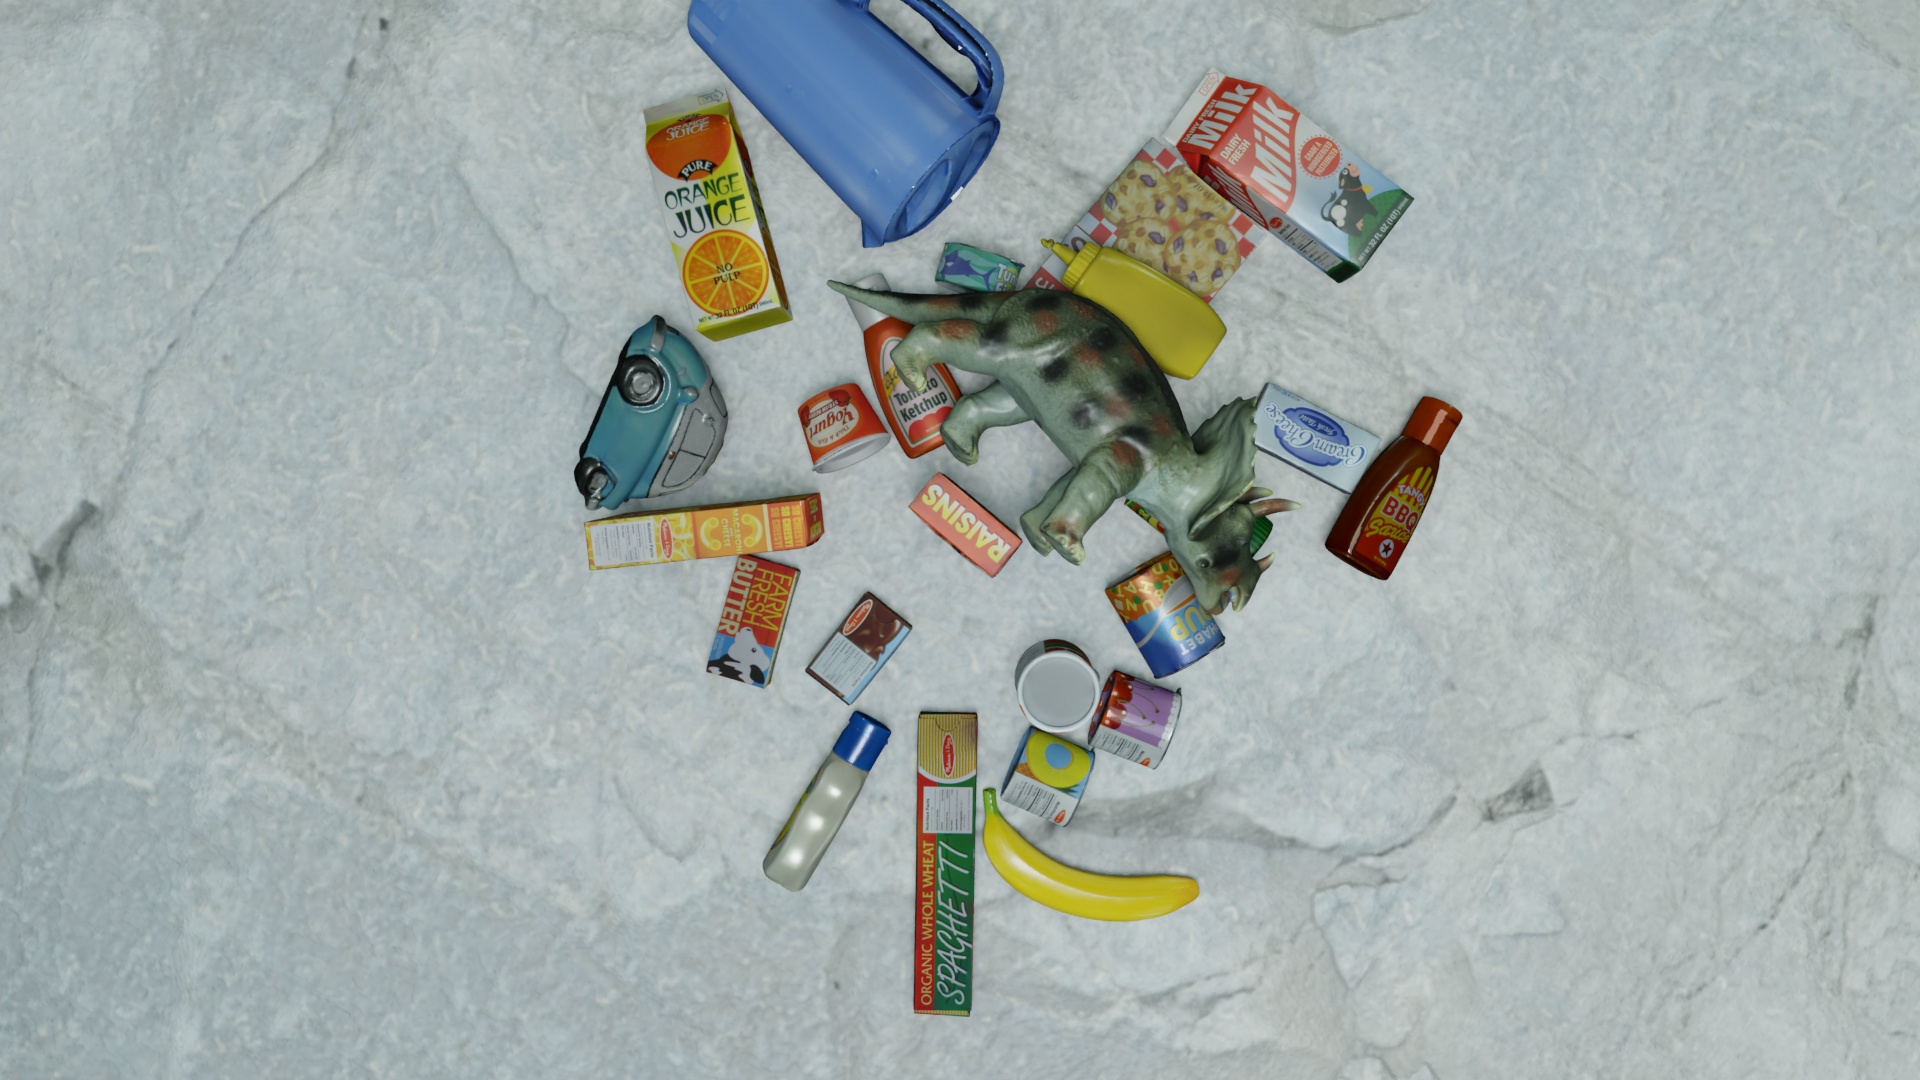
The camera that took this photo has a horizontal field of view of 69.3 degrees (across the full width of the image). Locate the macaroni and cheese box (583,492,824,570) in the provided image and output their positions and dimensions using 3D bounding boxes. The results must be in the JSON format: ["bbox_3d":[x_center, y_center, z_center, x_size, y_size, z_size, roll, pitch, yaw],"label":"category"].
[{"bbox_3d":[-0.197,-0.008,1.100,0.166,0.124,0.040,-6,95,1],"label":"macaroni and cheese box"}]

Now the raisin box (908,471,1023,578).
[{"bbox_3d":[0.004,-0.014,1.098,0.086,0.123,0.040,40,92,-1],"label":"raisin box"}]

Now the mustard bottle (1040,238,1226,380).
[{"bbox_3d":[0.130,-0.191,1.088,0.160,0.049,0.065,36,93,0],"label":"mustard bottle"}]

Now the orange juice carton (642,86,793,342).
[{"bbox_3d":[-0.198,-0.265,1.120,0.072,0.073,0.192,-15,91,2],"label":"orange juice carton"}]

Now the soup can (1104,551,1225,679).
[{"bbox_3d":[0.167,0.059,1.124,0.071,0.071,0.083,-31,91,1],"label":"soup can"}]

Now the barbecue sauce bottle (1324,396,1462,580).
[{"bbox_3d":[0.356,-0.045,1.128,0.065,0.044,0.148,29,90,-33],"label":"barbecue sauce bottle"}]

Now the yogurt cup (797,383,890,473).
[{"bbox_3d":[-0.097,-0.092,1.128,0.072,0.072,0.054,-25,83,1],"label":"yogurt cup"}]

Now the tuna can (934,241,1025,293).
[{"bbox_3d":[0.016,-0.215,1.121,0.071,0.071,0.033,17,93,0],"label":"tuna can"}]

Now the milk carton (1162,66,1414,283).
[{"bbox_3d":[0.258,-0.295,1.114,0.190,0.073,0.072,36,92,0],"label":"milk carton"}]

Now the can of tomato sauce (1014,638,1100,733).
[{"bbox_3d":[0.079,0.117,1.119,0.071,0.083,0.071,0,92,1],"label":"can of tomato sauce"}]

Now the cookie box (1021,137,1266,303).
[{"bbox_3d":[0.146,-0.222,1.134,0.123,0.040,0.167,41,90,-1],"label":"cookie box"}]

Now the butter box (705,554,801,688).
[{"bbox_3d":[-0.171,0.066,1.151,0.053,0.024,0.103,15,92,0],"label":"butter box"}]

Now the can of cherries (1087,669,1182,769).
[{"bbox_3d":[0.142,0.143,1.130,0.058,0.071,0.071,20,92,1],"label":"can of cherries"}]

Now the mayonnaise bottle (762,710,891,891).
[{"bbox_3d":[-0.109,0.211,1.136,0.041,0.065,0.148,30,88,-3],"label":"mayonnaise bottle"}]

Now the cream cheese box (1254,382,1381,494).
[{"bbox_3d":[0.287,-0.084,1.142,0.104,0.024,0.053,27,93,0],"label":"cream cheese box"}]

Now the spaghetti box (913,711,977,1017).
[{"bbox_3d":[-0.013,0.266,1.151,0.050,0.029,0.249,1,91,1],"label":"spaghetti box"}]

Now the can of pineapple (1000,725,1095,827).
[{"bbox_3d":[0.071,0.190,1.131,0.058,0.071,0.071,24,92,0],"label":"can of pineapple"}]

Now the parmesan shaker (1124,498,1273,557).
[{"bbox_3d":[0.194,-0.023,1.121,0.103,0.071,0.071,39,92,0],"label":"parmesan shaker"}]

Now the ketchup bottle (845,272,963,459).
[{"bbox_3d":[-0.047,-0.144,1.136,0.065,0.043,0.148,-27,90,1],"label":"ketchup bottle"}]

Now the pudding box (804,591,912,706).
[{"bbox_3d":[-0.083,0.089,1.147,0.049,0.030,0.083,38,91,1],"label":"pudding box"}]
